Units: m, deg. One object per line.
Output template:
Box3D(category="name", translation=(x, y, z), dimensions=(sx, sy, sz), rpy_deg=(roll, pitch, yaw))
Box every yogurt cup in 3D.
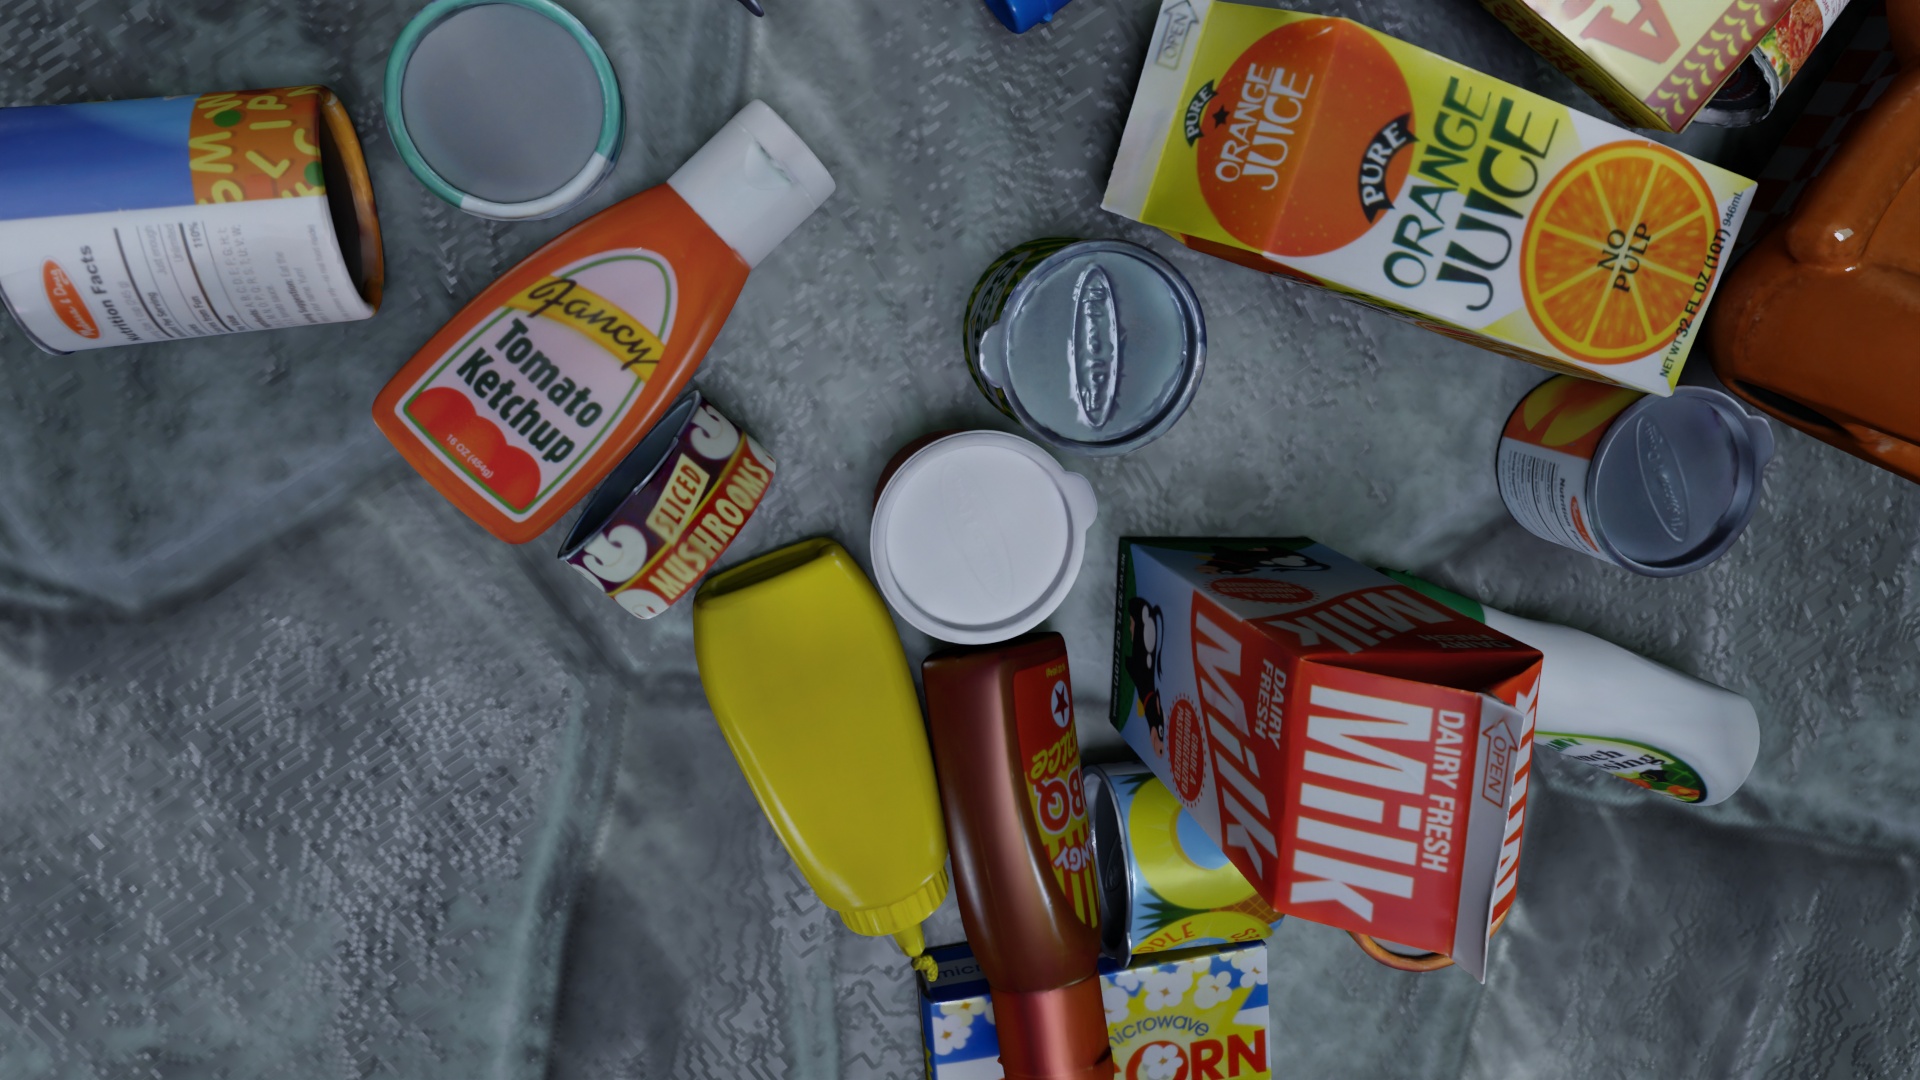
Box3D(category="yogurt cup", translation=(0.002, -0.006, 0.452), dimensions=(0.072, 0.054, 0.072), rpy_deg=(-2, 103, -10))

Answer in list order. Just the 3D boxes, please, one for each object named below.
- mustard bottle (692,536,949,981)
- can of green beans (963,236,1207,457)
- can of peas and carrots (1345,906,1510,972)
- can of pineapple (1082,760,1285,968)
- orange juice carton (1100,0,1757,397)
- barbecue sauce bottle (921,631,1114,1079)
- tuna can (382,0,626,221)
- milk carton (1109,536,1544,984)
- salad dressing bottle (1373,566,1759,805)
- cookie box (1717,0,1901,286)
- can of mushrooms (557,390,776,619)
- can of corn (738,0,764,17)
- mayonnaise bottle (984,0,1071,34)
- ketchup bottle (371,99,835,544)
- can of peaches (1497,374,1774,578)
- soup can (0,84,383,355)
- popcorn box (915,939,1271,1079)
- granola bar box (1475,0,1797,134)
Box3D(category="mustard bottle", translation=(-0.038, 0.081, 0.466), dimensions=(0.065, 0.049, 0.159), rpy_deg=(-20, 106, -6))
Box3D(category="can of green beans", translation=(0.038, -0.064, 0.444), dimensions=(0.071, 0.058, 0.071), rpy_deg=(-2, 103, -11))
Box3D(category="can of peas and carrots", translation=(0.158, 0.116, 0.507), dimensions=(0.071, 0.059, 0.070), rpy_deg=(-2, 103, -10))
Box3D(category="can of pineapple", translation=(0.076, 0.110, 0.485), dimensions=(0.058, 0.071, 0.070), rpy_deg=(-3, 103, -11))
Box3D(category="orange juice carton", translation=(0.143, -0.111, 0.447), dimensions=(0.193, 0.073, 0.071), rpy_deg=(16, 100, -14))
Box3D(category="barbecue sauce bottle", translation=(0.022, 0.107, 0.460), dimensions=(0.043, 0.065, 0.148), rpy_deg=(-9, 89, 25))
Box3D(category="tuna can", translation=(-0.134, -0.130, 0.409), dimensions=(0.071, 0.033, 0.071), rpy_deg=(-3, 103, -11))
Box3D(category="milk carton", translation=(0.108, 0.052, 0.414), dimensions=(0.073, 0.191, 0.072), rpy_deg=(0, 103, -11))
Box3D(category="salad dressing bottle", translation=(0.212, 0.052, 0.506), dimensions=(0.148, 0.064, 0.044), rpy_deg=(21, 79, -6))
Box3D(category="cookie box", translation=(0.374, -0.105, 0.511), dimensions=(0.167, 0.040, 0.123), rpy_deg=(31, 95, -16))
Box3D(category="can of mushrooms", translation=(-0.089, -0.011, 0.425), dimensions=(0.033, 0.071, 0.071), rpy_deg=(42, 92, -18))
Box3D(category="can of corn", translation=(-0.062, -0.195, 0.392), dimensions=(0.058, 0.071, 0.071), rpy_deg=(-46, 107, 1))
Box3D(category="mayonnaise bottle", translation=(0.068, -0.211, 0.417), dimensions=(0.148, 0.065, 0.041), rpy_deg=(-35, 107, 2))
Box3D(category="ketchup bottle", translation=(-0.103, -0.070, 0.423), dimensions=(0.149, 0.043, 0.064), rpy_deg=(-44, 103, 0))
Box3D(category="can of peaches", translation=(0.237, -0.026, 0.492), dimensions=(0.071, 0.058, 0.071), rpy_deg=(-2, 102, -11))
Box3D(category="soup can", translation=(-0.213, -0.092, 0.387), dimensions=(0.084, 0.071, 0.071), rpy_deg=(-8, 104, -10))
Box3D(category="popcorn box", translation=(0.050, 0.188, 0.512), dimensions=(0.127, 0.038, 0.085), rpy_deg=(-7, 102, -10))
Box3D(category="granola bar box", translation=(0.208, -0.218, 0.383), dimensions=(0.124, 0.039, 0.165), rpy_deg=(36, 108, -8))
